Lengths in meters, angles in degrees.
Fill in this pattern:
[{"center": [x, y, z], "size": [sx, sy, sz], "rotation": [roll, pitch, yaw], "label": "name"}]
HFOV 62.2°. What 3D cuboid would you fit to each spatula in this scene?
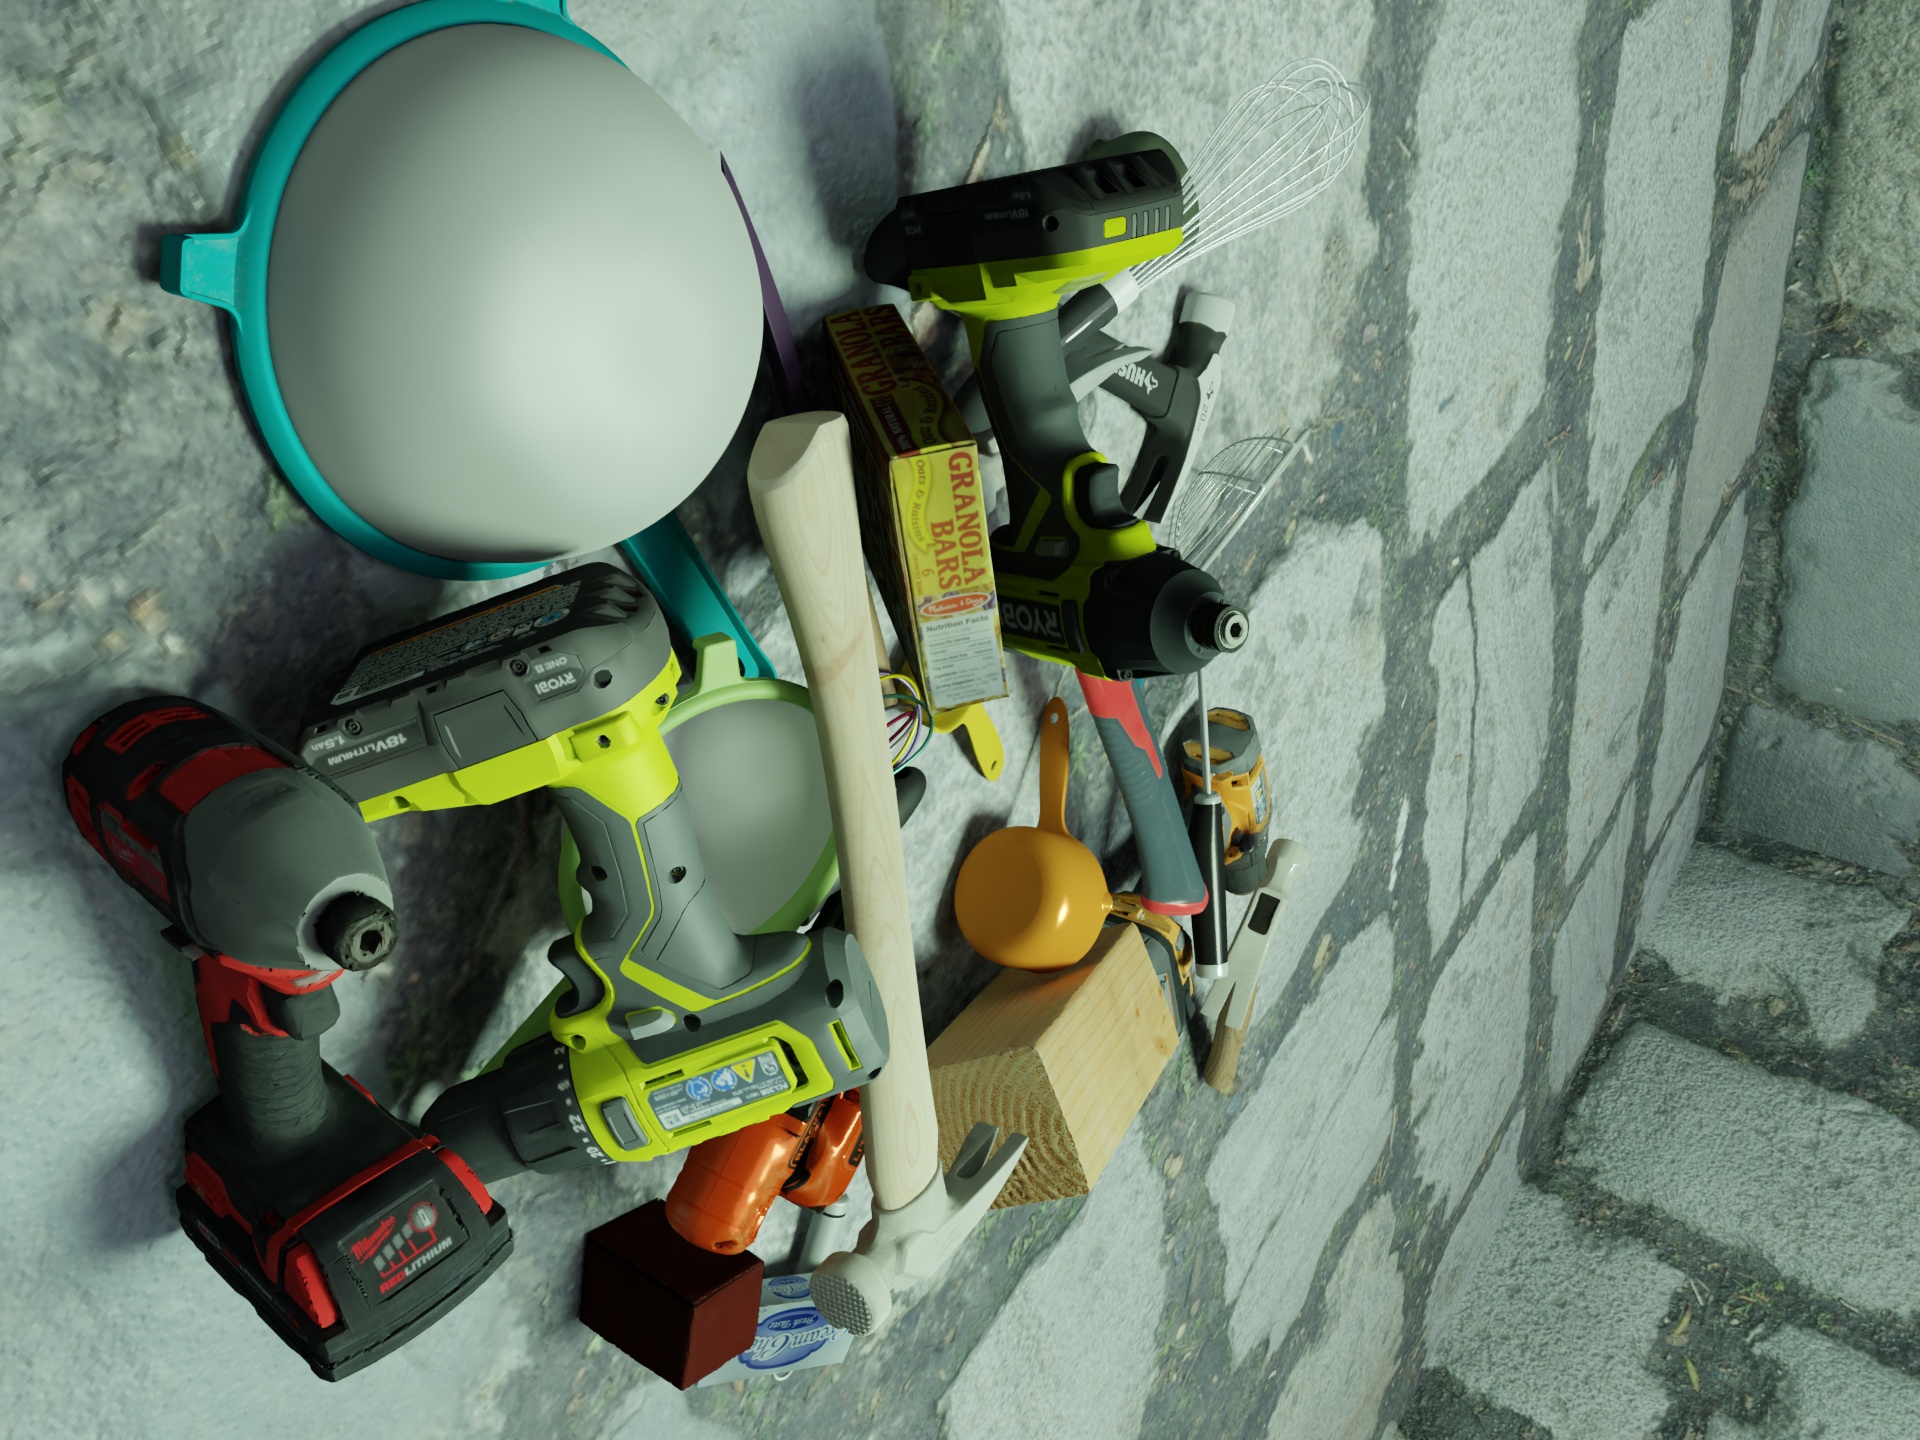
[{"center": [-0.067, -0.117, 0.747], "size": [0.018, 0.060, 0.315], "rotation": [-15, 135, -1], "label": "spatula"}]

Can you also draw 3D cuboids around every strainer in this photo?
[{"center": [-0.071, 0.279, 0.941], "size": [0.086, 0.050, 0.258], "rotation": [8, 103, -41], "label": "strainer"}, {"center": [-0.155, 0.078, 0.704], "size": [0.256, 0.069, 0.151], "rotation": [-49, 138, -4], "label": "strainer"}, {"center": [-0.121, -0.105, 0.618], "size": [0.211, 0.095, 0.340], "rotation": [-54, 142, -24], "label": "strainer"}]

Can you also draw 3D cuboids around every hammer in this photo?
[{"center": [-0.034, 0.067, 0.707], "size": [0.146, 0.038, 0.410], "rotation": [-34, 125, -50], "label": "hammer"}, {"center": [0.099, -0.030, 0.935], "size": [0.143, 0.038, 0.385], "rotation": [-41, 131, -21], "label": "hammer"}, {"center": [0.220, 0.224, 1.262], "size": [0.130, 0.031, 0.331], "rotation": [-59, 162, -28], "label": "hammer"}, {"center": [0.056, -0.206, 0.880], "size": [0.334, 0.035, 0.146], "rotation": [7, 99, -56], "label": "hammer"}]

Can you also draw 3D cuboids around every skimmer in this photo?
[{"center": [0.191, -0.009, 1.056], "size": [0.127, 0.090, 0.363], "rotation": [-27, 115, -80], "label": "skimmer"}]

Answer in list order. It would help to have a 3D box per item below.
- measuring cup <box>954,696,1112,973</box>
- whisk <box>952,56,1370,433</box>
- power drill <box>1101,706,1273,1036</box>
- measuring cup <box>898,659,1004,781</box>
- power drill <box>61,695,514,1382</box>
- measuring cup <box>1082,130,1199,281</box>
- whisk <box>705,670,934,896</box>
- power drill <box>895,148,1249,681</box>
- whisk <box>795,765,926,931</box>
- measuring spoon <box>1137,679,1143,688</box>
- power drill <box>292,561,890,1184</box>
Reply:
[{"center": [0.042, 0.066, 0.974], "size": [0.052, 0.095, 0.174], "rotation": [17, 74, -52], "label": "measuring cup"}, {"center": [0.102, -0.240, 0.812], "size": [0.284, 0.070, 0.070], "rotation": [-42, 141, -9], "label": "whisk"}, {"center": [0.166, 0.127, 1.176], "size": [0.226, 0.084, 0.185], "rotation": [-55, 146, -29], "label": "power drill"}, {"center": [-0.001, -0.003, 0.918], "size": [0.062, 0.029, 0.156], "rotation": [-59, 157, -17], "label": "measuring cup"}, {"center": [-0.223, 0.108, 0.538], "size": [0.078, 0.143, 0.219], "rotation": [-31, 133, -41], "label": "power drill"}, {"center": [0.078, -0.273, 0.838], "size": [0.167, 0.038, 0.083], "rotation": [-28, 103, -54], "label": "measuring cup"}, {"center": [-0.097, 0.063, 0.785], "size": [0.245, 0.051, 0.047], "rotation": [-45, 164, -26], "label": "whisk"}, {"center": [0.053, -0.130, 0.710], "size": [0.080, 0.171, 0.223], "rotation": [-23, 112, -30], "label": "power drill"}, {"center": [-0.088, 0.097, 0.821], "size": [0.239, 0.055, 0.055], "rotation": [-47, 140, -39], "label": "whisk"}, {"center": [0.117, -0.058, 1.067], "size": [0.042, 0.021, 0.128], "rotation": [-49, 153, -54], "label": "measuring spoon"}, {"center": [-0.152, 0.073, 0.603], "size": [0.080, 0.190, 0.228], "rotation": [-101, 171, -65], "label": "power drill"}]
